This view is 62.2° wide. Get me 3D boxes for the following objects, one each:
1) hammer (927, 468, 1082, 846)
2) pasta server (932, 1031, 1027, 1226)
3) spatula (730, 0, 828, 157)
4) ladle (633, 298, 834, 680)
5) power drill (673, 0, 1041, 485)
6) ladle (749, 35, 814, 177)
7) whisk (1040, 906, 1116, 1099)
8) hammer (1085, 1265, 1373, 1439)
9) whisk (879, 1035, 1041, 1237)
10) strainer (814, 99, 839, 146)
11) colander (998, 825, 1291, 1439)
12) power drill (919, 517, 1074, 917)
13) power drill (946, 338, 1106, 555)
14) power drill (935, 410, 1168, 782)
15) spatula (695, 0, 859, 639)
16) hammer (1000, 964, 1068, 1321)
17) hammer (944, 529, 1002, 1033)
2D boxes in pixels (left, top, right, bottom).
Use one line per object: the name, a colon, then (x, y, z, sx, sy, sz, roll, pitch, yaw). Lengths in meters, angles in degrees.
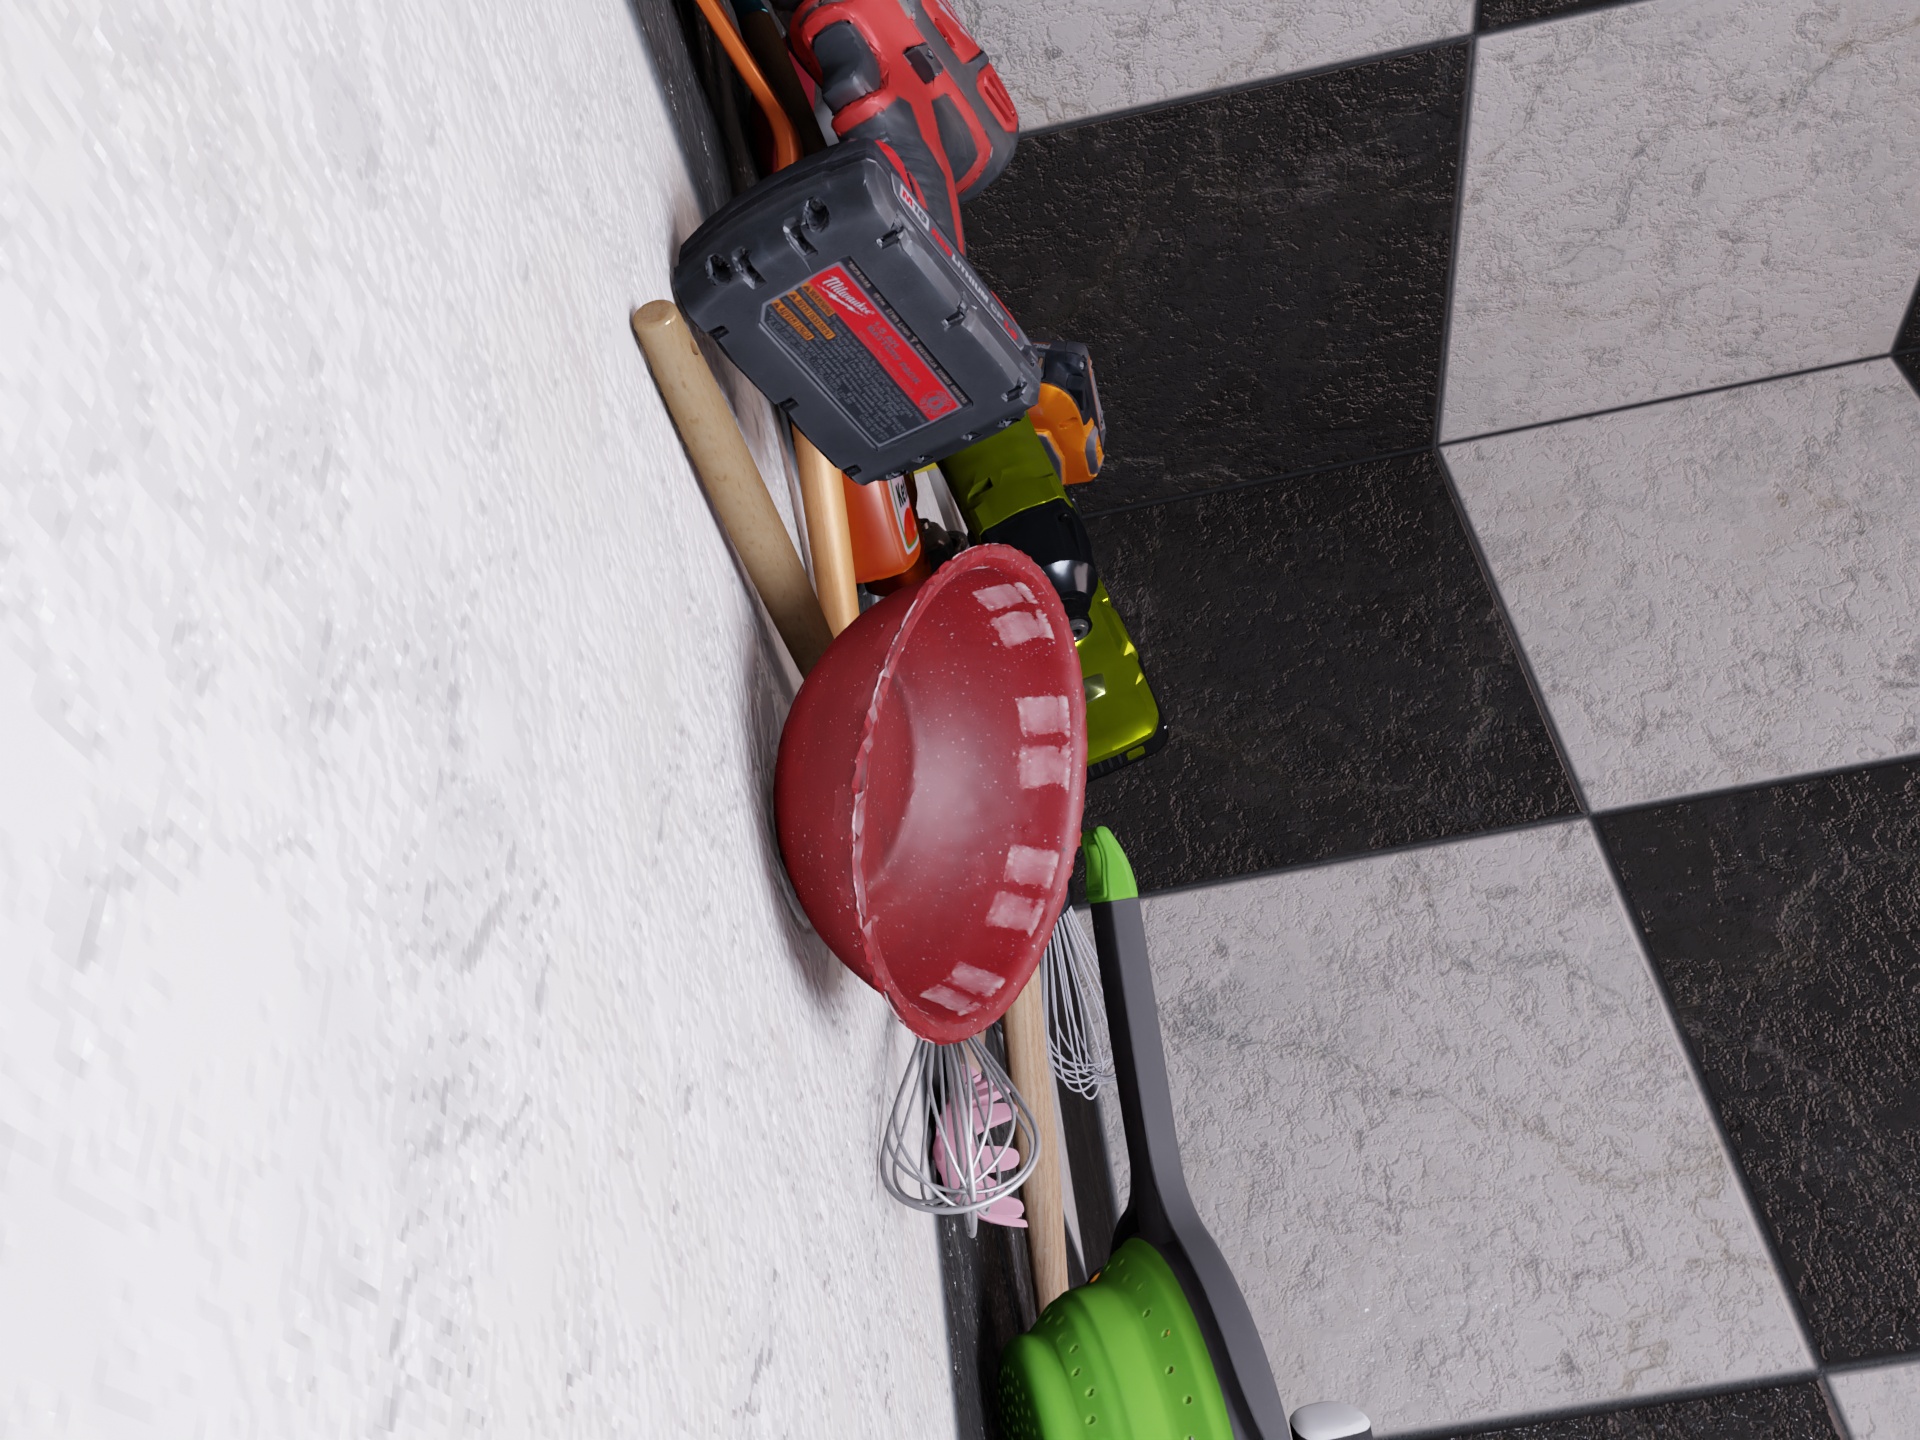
hammer: (0.021, -0.072, 1.202, 0.149, 0.036, 0.359, 0, 71, -78)
pasta server: (0.011, 0.177, 0.826, 0.316, 0.040, 0.060, -77, 162, -83)
spatula: (-0.071, -0.287, 0.690, 0.082, 0.044, 0.318, 79, -9, -72)
ladle: (-0.039, -0.025, 0.565, 0.319, 0.062, 0.078, 69, 10, -52)
power drill: (-0.044, -0.220, 0.572, 0.187, 0.080, 0.227, 43, 36, -43)
ladle: (-0.066, -0.203, 0.843, 0.069, 0.031, 0.315, -72, 159, -43)
whisk: (0.065, 0.134, 1.061, 0.070, 0.070, 0.284, -92, 169, -64)
hammer: (0.126, 0.352, 0.799, 0.337, 0.034, 0.127, 171, -89, -77)
whisk: (-0.007, 0.121, 0.655, 0.246, 0.059, 0.057, -102, 179, -67)
strainer: (-0.060, -0.296, 0.870, 0.256, 0.069, 0.151, -71, 153, -82)
colander: (0.062, 0.251, 0.735, 0.204, 0.094, 0.397, 141, -59, -75)
power drill: (-0.001, -0.003, 0.865, 0.226, 0.084, 0.185, -101, 177, -71)
power drill: (0.033, -0.147, 1.077, 0.164, 0.084, 0.227, 63, 39, -61)
power drill: (0.051, -0.064, 0.900, 0.223, 0.080, 0.171, 63, 5, -55)
spatula: (-0.075, -0.157, 0.654, 0.081, 0.041, 0.322, -77, 160, -78)
hammer: (0.048, 0.287, 0.918, 0.130, 0.031, 0.331, -32, 116, -87)
hammer: (0.006, 0.021, 1.183, 0.149, 0.036, 0.409, 71, 9, -56)
